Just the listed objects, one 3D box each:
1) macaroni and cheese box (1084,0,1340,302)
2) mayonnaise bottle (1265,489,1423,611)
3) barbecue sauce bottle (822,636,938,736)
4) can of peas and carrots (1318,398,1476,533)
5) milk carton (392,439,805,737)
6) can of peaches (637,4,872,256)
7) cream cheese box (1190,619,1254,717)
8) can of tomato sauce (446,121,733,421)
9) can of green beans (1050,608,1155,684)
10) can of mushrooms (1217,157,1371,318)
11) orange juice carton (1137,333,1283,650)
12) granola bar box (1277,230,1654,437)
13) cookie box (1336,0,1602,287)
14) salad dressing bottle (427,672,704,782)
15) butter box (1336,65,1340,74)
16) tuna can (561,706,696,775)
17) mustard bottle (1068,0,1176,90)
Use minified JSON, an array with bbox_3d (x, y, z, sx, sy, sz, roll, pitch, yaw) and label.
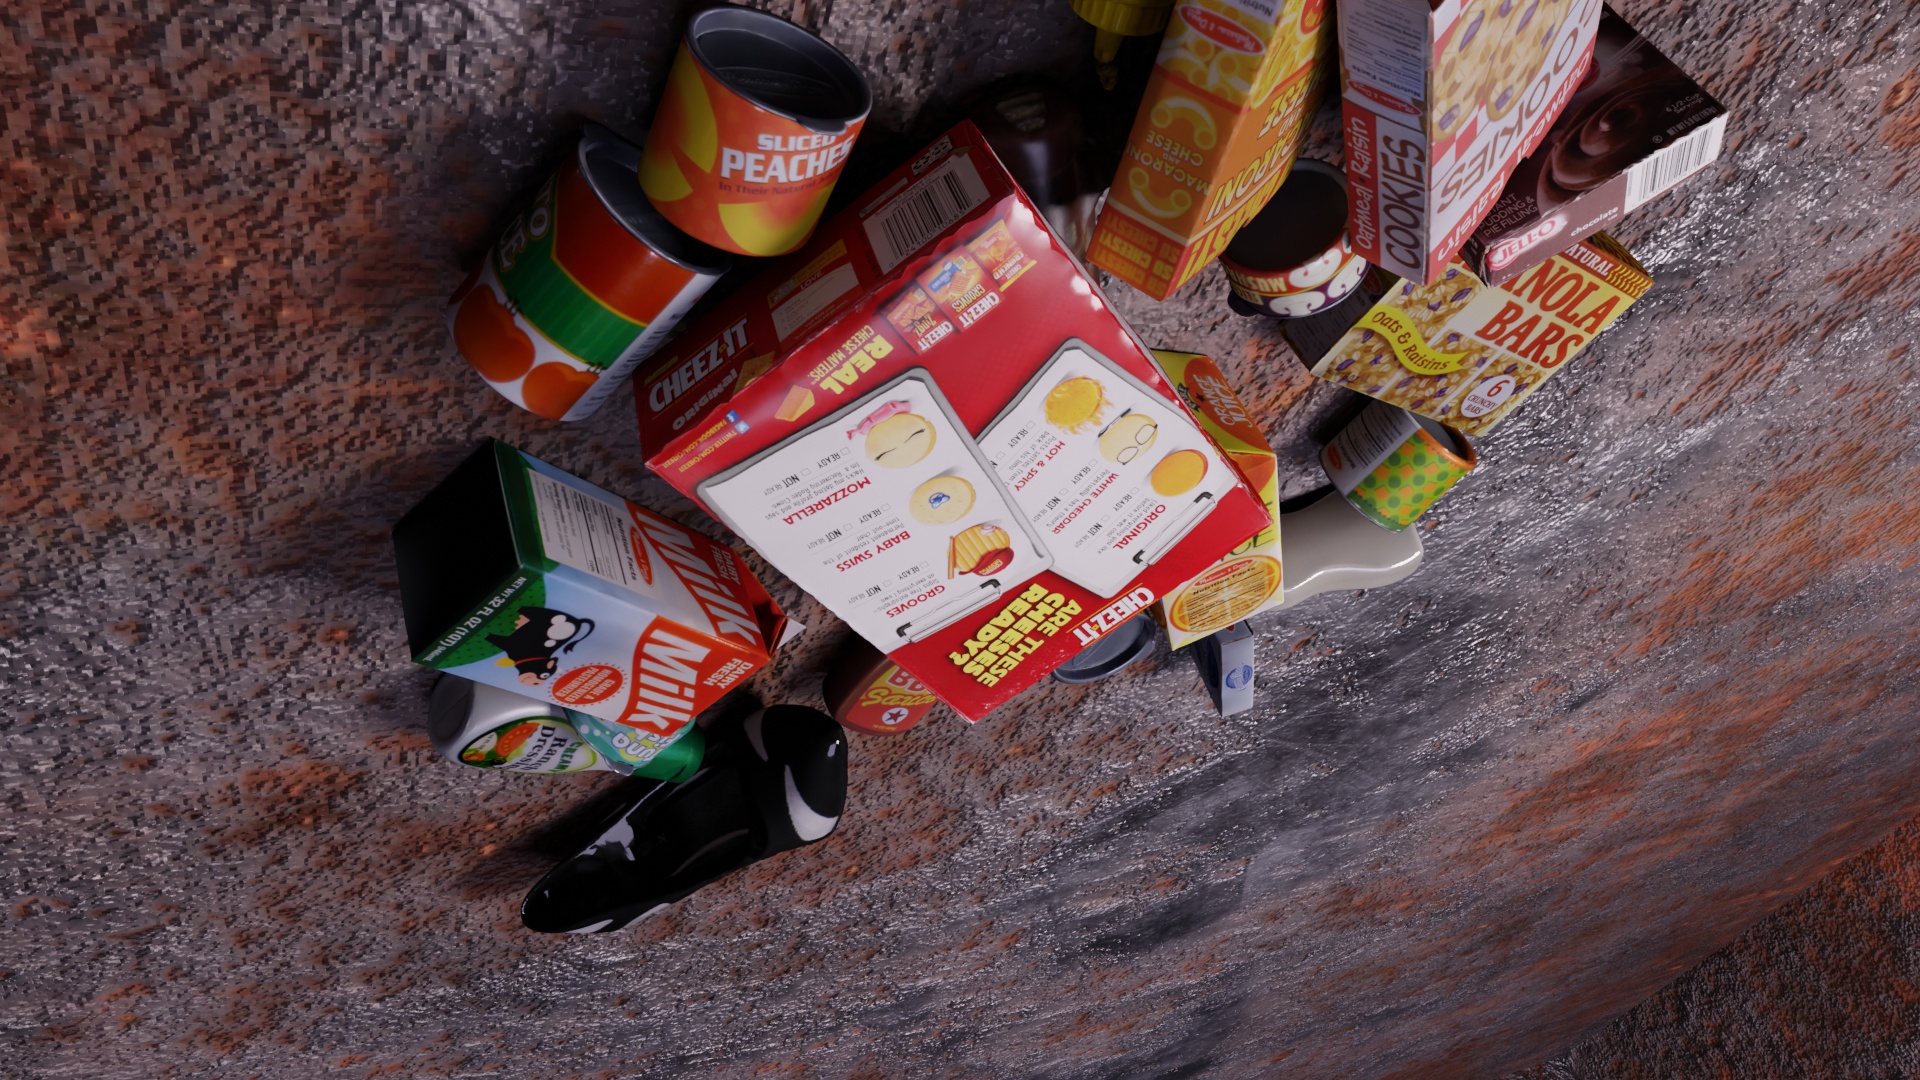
[{"bbox_3d":[0.111,-0.182,0.498,0.124,0.040,0.165,-46,163,-40],"label":"macaroni and cheese box"},{"bbox_3d":[0.199,0.011,0.842,0.148,0.065,0.041,-17,152,-3],"label":"mayonnaise bottle"},{"bbox_3d":[-0.014,0.051,0.782,0.065,0.044,0.148,15,129,-40],"label":"barbecue sauce bottle"},{"bbox_3d":[0.250,-0.047,0.789,0.071,0.071,0.058,12,130,-40],"label":"can of peas and carrots"},{"bbox_3d":[-0.158,0.034,0.647,0.072,0.074,0.190,-38,143,19],"label":"milk carton"},{"bbox_3d":[-0.071,-0.138,0.477,0.071,0.071,0.057,3,138,-33],"label":"can of peaches"},{"bbox_3d":[0.169,0.068,0.904,0.024,0.053,0.103,-20,145,-2],"label":"cream cheese box"},{"bbox_3d":[-0.135,-0.095,0.501,0.083,0.071,0.071,-41,142,23],"label":"can of tomato sauce"},{"bbox_3d":[0.071,0.041,0.805,0.071,0.058,0.071,-16,144,-12],"label":"can of green beans"},{"bbox_3d":[0.145,-0.132,0.614,0.071,0.071,0.033,-31,144,10],"label":"can of mushrooms"},{"bbox_3d":[0.121,-0.026,0.736,0.073,0.072,0.192,-24,145,-1],"label":"orange juice carton"},{"bbox_3d":[0.264,-0.123,0.721,0.166,0.039,0.123,11,132,-40],"label":"granola bar box"},{"bbox_3d":[0.193,-0.187,0.513,0.123,0.040,0.167,-52,154,-7],"label":"cookie box"},{"bbox_3d":[-0.203,0.100,0.734,0.064,0.044,0.147,-41,142,25],"label":"salad dressing bottle"},{"bbox_3d":[0.177,-0.232,0.541,0.053,0.024,0.103,-7,141,-22],"label":"butter box"},{"bbox_3d":[-0.168,0.082,0.706,0.032,0.071,0.071,-38,143,17],"label":"tuna can"},{"bbox_3d":[0.064,-0.224,0.464,0.065,0.049,0.159,-8,142,-20],"label":"mustard bottle"}]
